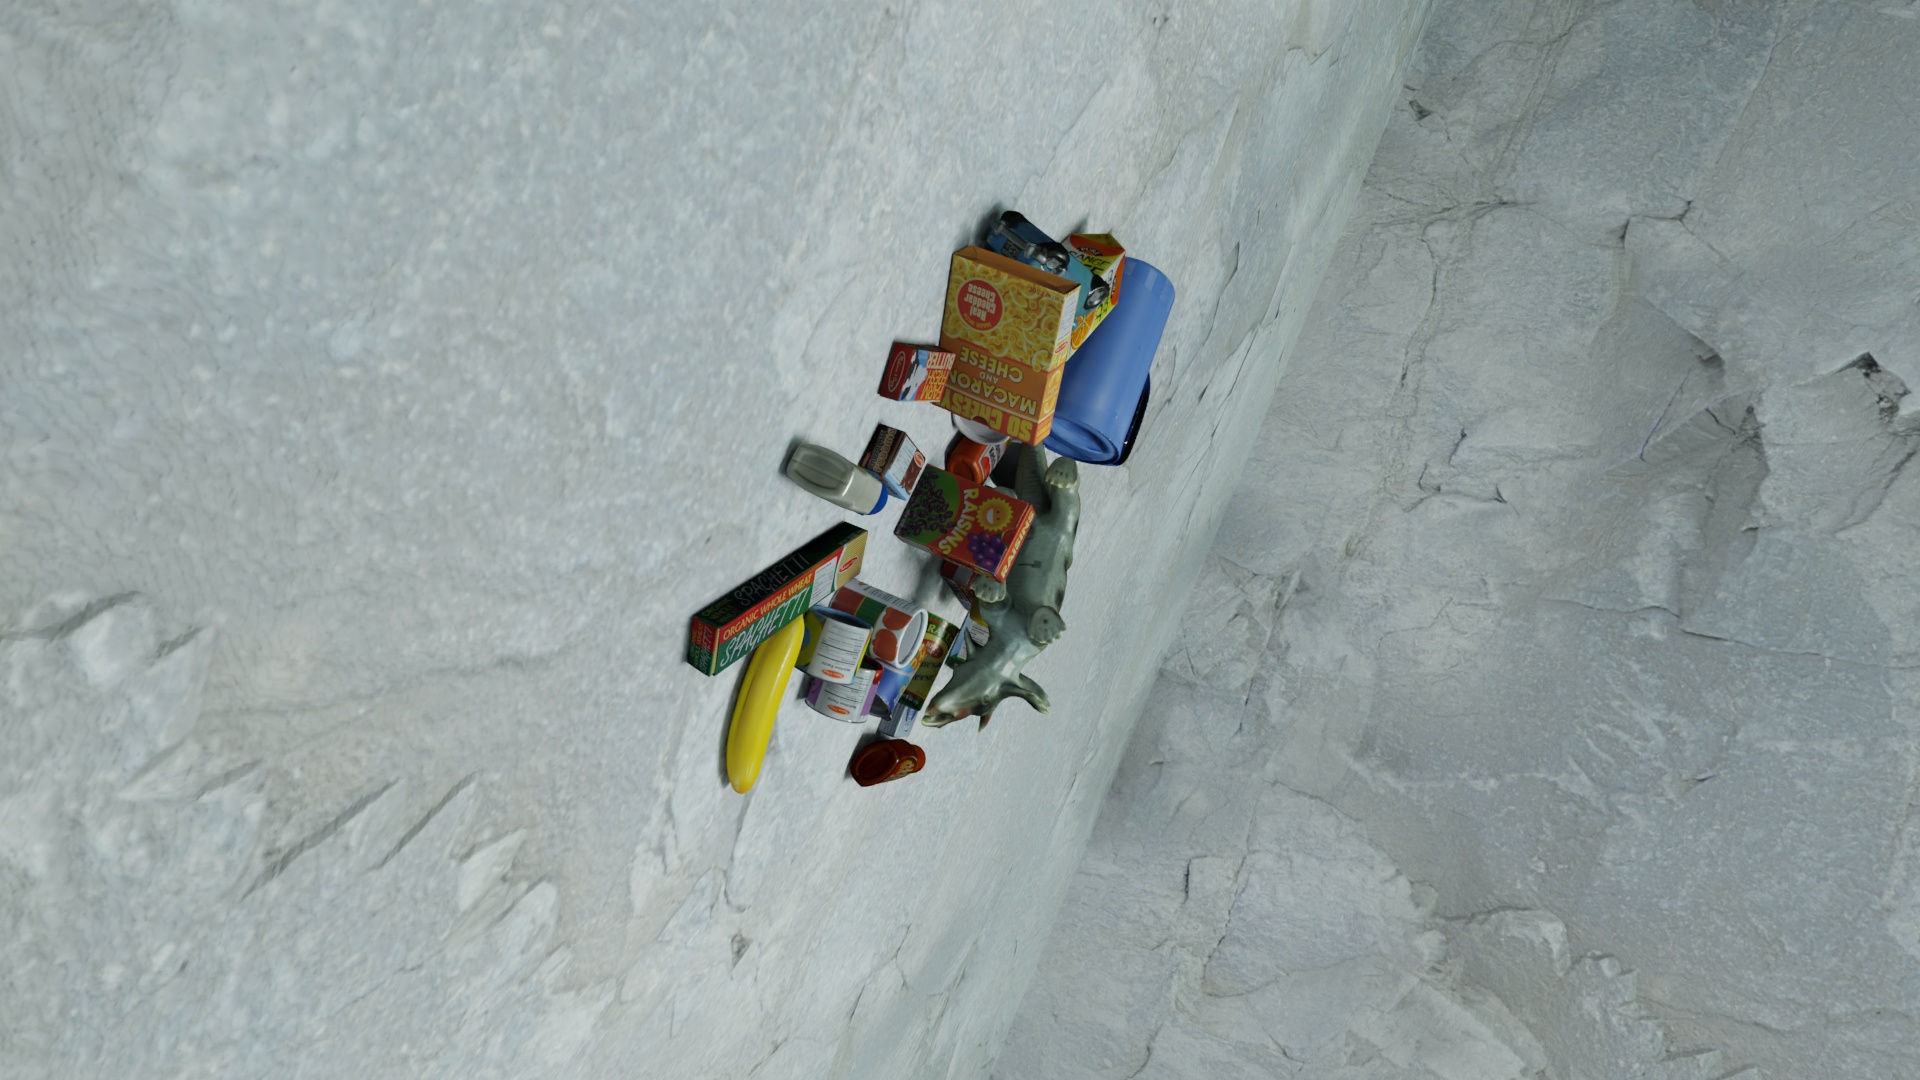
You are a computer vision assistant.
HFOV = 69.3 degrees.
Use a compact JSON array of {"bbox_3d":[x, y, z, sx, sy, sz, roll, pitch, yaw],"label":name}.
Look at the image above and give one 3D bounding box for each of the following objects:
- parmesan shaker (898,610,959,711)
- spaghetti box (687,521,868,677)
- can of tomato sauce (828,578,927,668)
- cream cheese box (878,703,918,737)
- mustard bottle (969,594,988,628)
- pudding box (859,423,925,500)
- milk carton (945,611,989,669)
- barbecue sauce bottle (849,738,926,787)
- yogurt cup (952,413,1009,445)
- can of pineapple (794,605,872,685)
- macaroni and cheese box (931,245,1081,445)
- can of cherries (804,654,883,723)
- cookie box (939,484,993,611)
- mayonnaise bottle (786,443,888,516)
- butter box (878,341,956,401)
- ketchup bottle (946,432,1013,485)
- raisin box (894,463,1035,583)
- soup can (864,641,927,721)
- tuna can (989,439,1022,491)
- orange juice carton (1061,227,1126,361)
[{"bbox_3d":[-0.050,0.133,1.562,0.103,0.071,0.071,-65,161,-10],"label":"parmesan shaker"},{"bbox_3d":[-0.157,0.047,1.233,0.251,0.029,0.050,-37,144,-57],"label":"spaghetti box"},{"bbox_3d":[-0.085,0.085,1.391,0.071,0.083,0.070,-54,157,-36],"label":"can of tomato sauce"},{"bbox_3d":[-0.062,0.184,1.661,0.103,0.024,0.053,-69,160,2],"label":"cream cheese box"},{"bbox_3d":[0.063,0.031,1.665,0.160,0.049,0.065,-65,160,-8],"label":"mustard bottle"},{"bbox_3d":[-0.065,-0.075,1.350,0.050,0.030,0.083,-66,162,-9],"label":"pudding box"},{"bbox_3d":[0.059,0.095,1.818,0.191,0.073,0.072,-66,161,-8],"label":"milk carton"},{"bbox_3d":[-0.080,0.262,1.655,0.065,0.044,0.148,-36,166,9],"label":"barbecue sauce bottle"},{"bbox_3d":[0.032,-0.144,1.491,0.072,0.072,0.054,89,21,-50],"label":"yogurt cup"},{"bbox_3d":[-0.124,0.099,1.329,0.058,0.071,0.071,-69,162,5],"label":"can of pineapple"},{"bbox_3d":[0.041,-0.190,1.366,0.040,0.124,0.165,-39,146,-50],"label":"macaroni and cheese box"},{"bbox_3d":[-0.117,0.144,1.401,0.071,0.071,0.058,-3,113,-70],"label":"can of cherries"},{"bbox_3d":[0.032,0.017,1.711,0.123,0.040,0.167,-64,162,-11],"label":"cookie box"},{"bbox_3d":[-0.102,-0.050,1.232,0.041,0.065,0.148,-65,165,0],"label":"mayonnaise bottle"},{"bbox_3d":[-0.041,-0.160,1.330,0.104,0.024,0.053,-14,125,-67],"label":"butter box"},{"bbox_3d":[0.037,-0.122,1.559,0.149,0.043,0.064,-56,158,-33],"label":"ketchup bottle"},{"bbox_3d":[0.005,-0.018,1.461,0.086,0.123,0.040,-64,161,-11],"label":"raisin box"},{"bbox_3d":[-0.081,0.138,1.481,0.084,0.071,0.071,-57,159,-29],"label":"soup can"},{"bbox_3d":[0.067,-0.087,1.643,0.033,0.071,0.071,-9,119,-67],"label":"tuna can"},{"bbox_3d":[0.132,-0.289,1.588,0.194,0.073,0.071,-50,154,-43],"label":"orange juice carton"}]
